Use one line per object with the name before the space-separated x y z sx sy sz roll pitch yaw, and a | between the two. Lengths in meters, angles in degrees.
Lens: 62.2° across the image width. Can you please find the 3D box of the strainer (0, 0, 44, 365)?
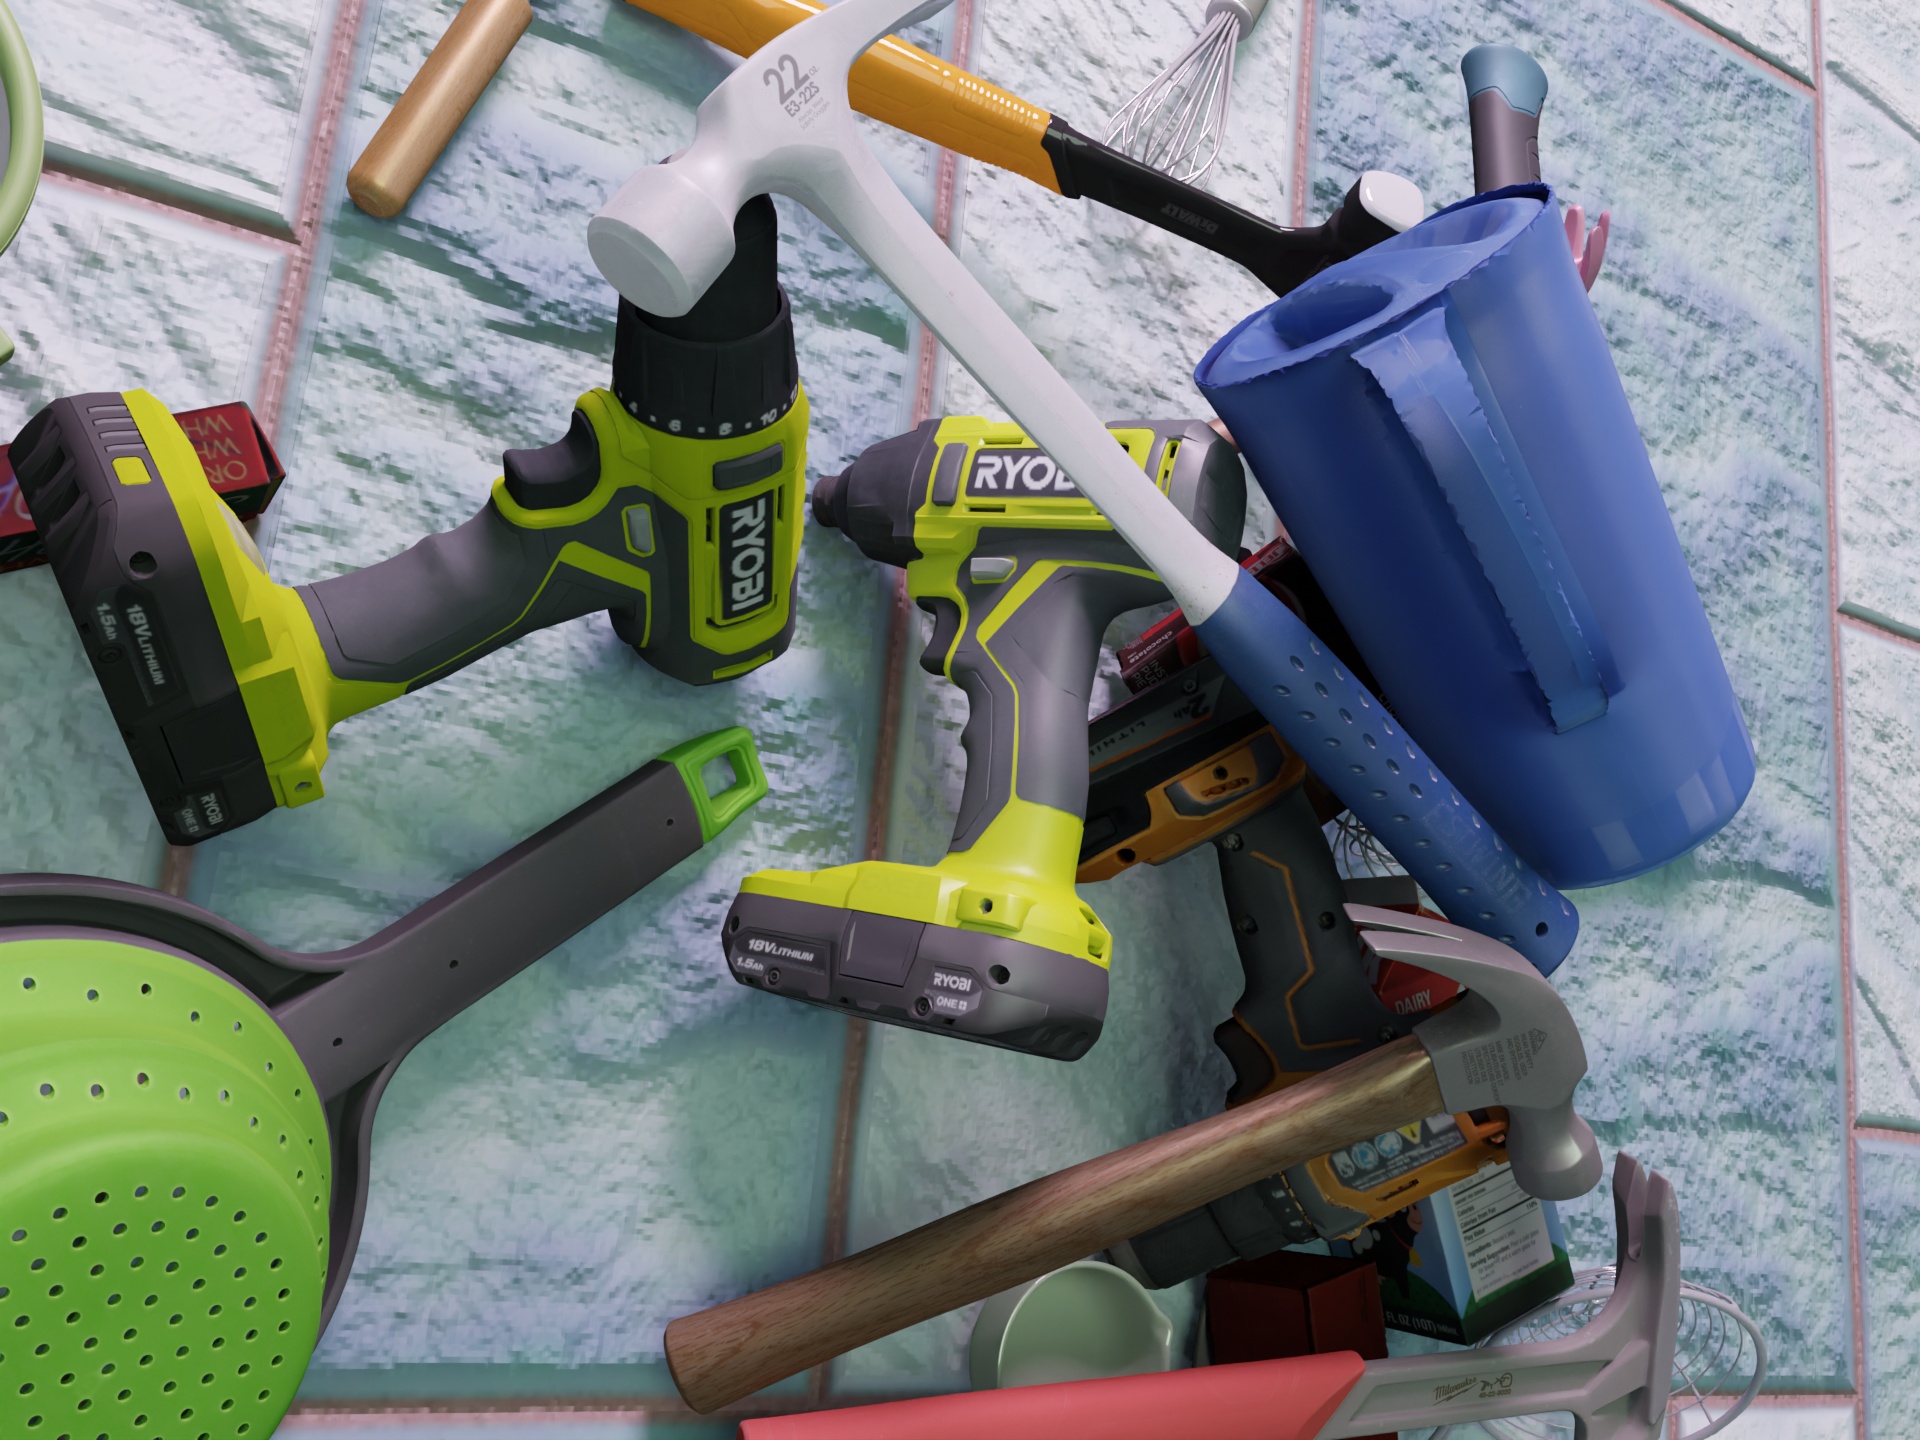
strainer | -0.394 -0.168 0.428 0.256 0.069 0.151 -1 84 -29

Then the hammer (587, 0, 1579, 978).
hammer | 0.078 -0.052 0.508 0.405 0.035 0.144 44 70 -22

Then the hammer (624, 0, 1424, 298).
hammer | 0.018 -0.241 0.667 0.336 0.127 0.034 20 60 -14

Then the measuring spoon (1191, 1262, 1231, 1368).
measuring spoon | 0.094 0.285 0.655 0.034 0.018 0.124 34 59 -35

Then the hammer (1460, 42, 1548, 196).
hammer | 0.256 -0.148 0.722 0.128 0.033 0.331 4 79 -27

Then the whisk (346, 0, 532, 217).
whisk | -0.161 -0.289 0.596 0.051 0.047 0.245 33 70 -22

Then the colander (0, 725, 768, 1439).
colander | -0.182 0.109 0.456 0.397 0.094 0.204 -36 121 -37

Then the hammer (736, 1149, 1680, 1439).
hammer | 0.100 0.243 0.577 0.359 0.037 0.149 1 97 -16

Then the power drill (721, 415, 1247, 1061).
power drill | -0.001 -0.002 0.576 0.080 0.171 0.223 34 66 -56

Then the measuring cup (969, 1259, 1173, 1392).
measuring cup | 0.051 0.290 0.611 0.083 0.038 0.167 -14 87 -29

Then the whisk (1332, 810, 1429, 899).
whisk | 0.285 0.053 0.780 0.284 0.070 0.070 2 80 -34

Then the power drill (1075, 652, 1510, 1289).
power drill | 0.101 0.102 0.628 0.185 0.084 0.226 -30 89 11

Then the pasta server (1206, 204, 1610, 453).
pasta server | 0.129 -0.134 0.664 0.316 0.060 0.040 -24 117 -4

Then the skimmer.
skimmer | 0.189 0.346 0.650 0.363 0.090 0.127 -28 127 -28

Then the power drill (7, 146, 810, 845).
power drill | -0.150 -0.068 0.489 0.228 0.190 0.080 -23 55 -26

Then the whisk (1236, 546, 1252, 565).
whisk | 0.141 -0.058 0.717 0.295 0.073 0.073 24 70 -17

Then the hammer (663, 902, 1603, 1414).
hammer | 0.055 0.162 0.549 0.331 0.031 0.130 -21 112 0

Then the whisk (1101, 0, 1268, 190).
whisk | 0.126 -0.331 0.765 0.246 0.059 0.057 -63 148 -26
